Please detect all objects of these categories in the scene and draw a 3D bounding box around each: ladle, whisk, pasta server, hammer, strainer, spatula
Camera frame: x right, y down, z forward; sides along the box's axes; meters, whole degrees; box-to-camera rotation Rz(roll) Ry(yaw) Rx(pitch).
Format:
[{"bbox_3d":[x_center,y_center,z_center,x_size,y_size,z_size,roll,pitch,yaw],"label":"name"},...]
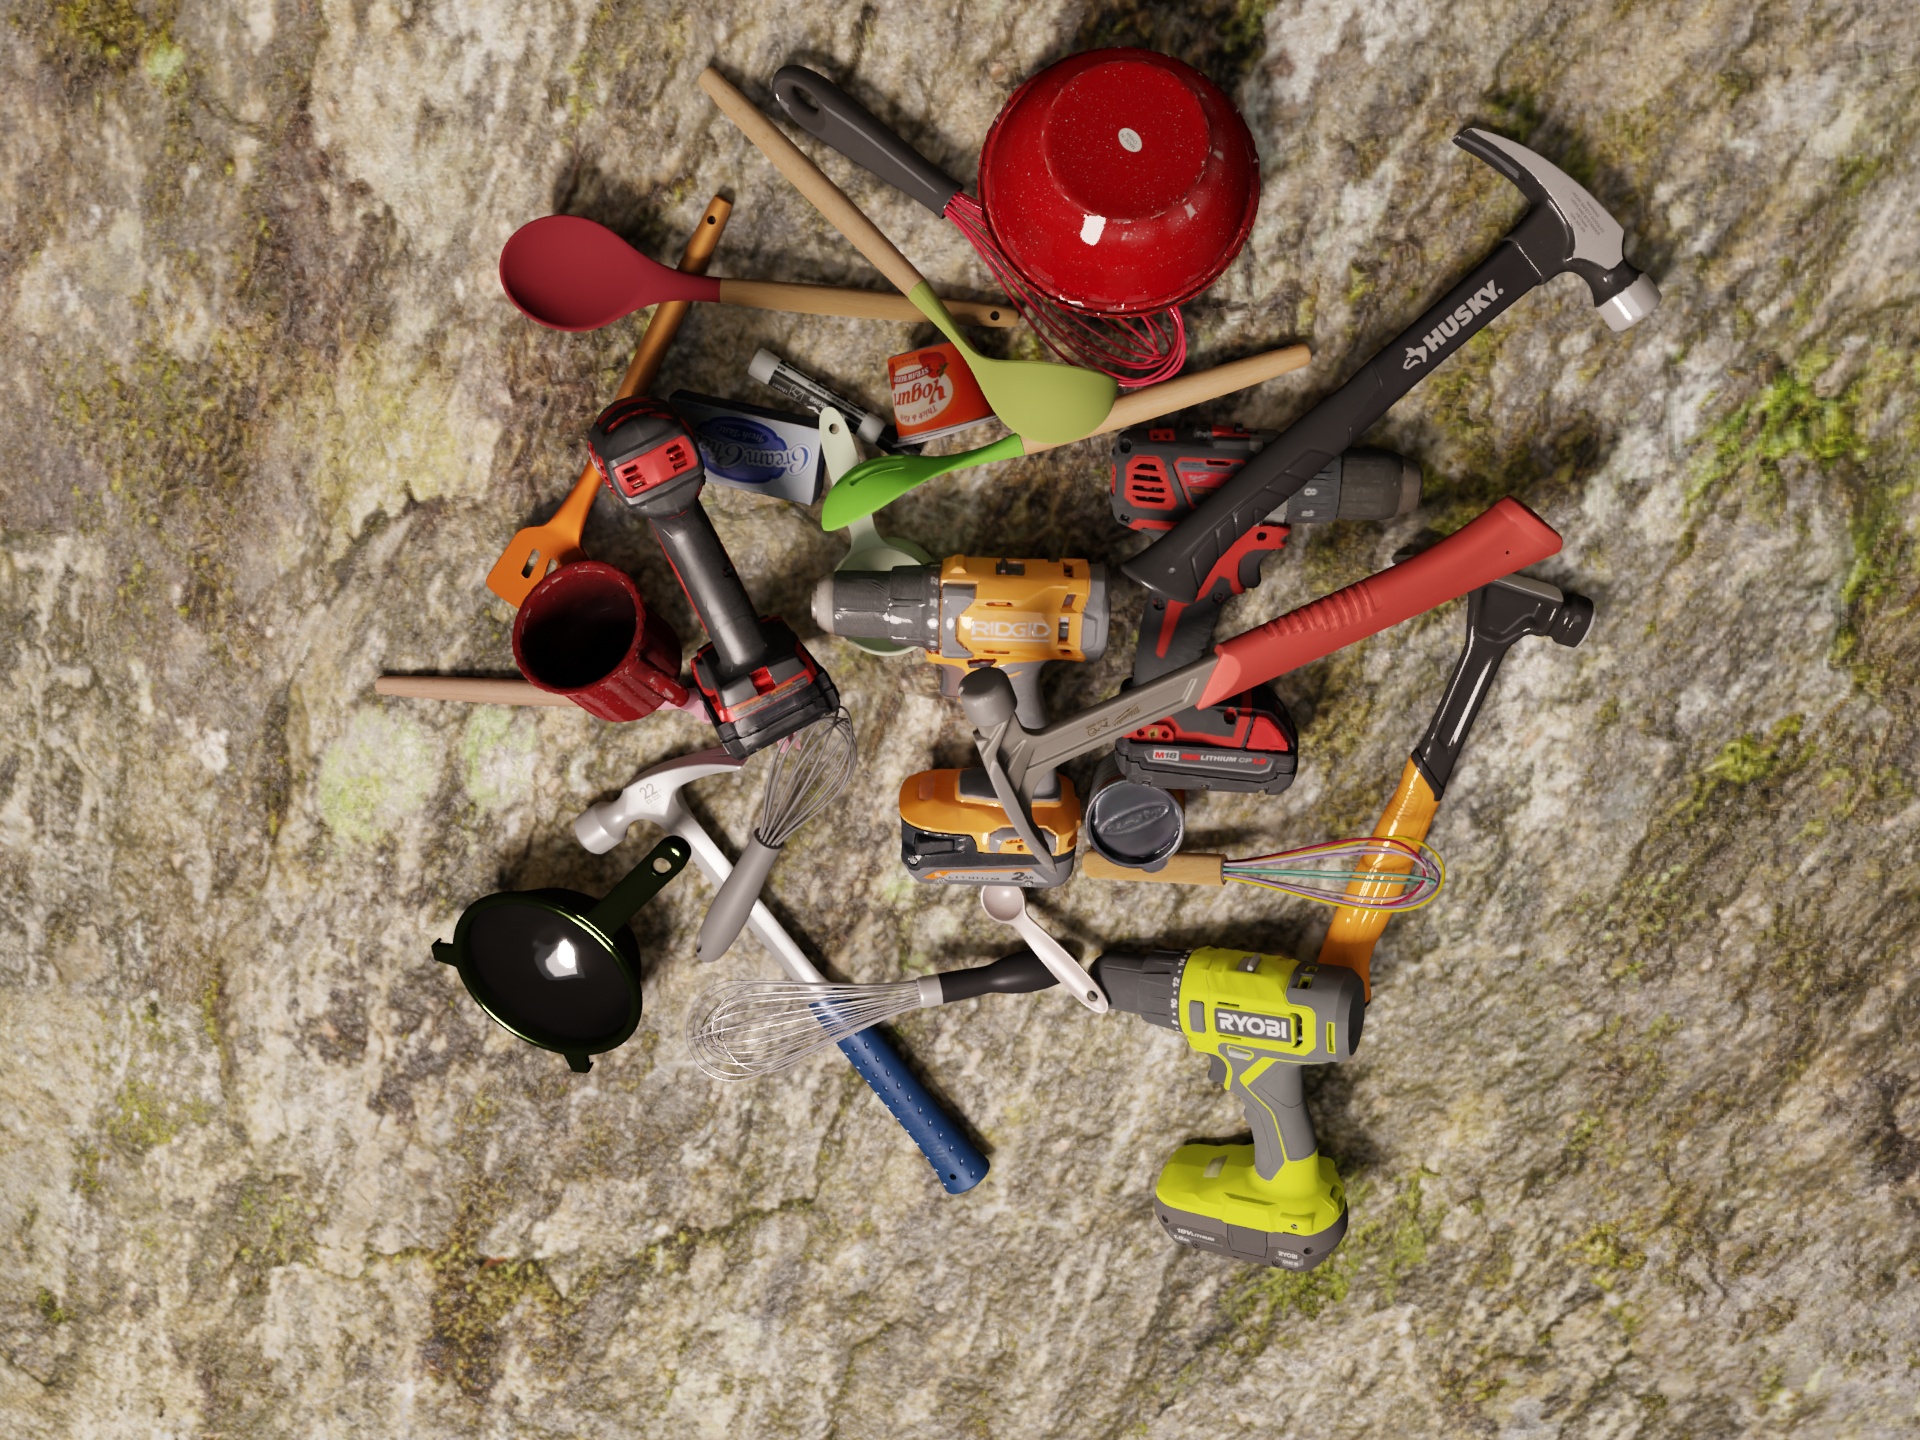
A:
[{"bbox_3d":[-0.035,-0.280,0.930,0.062,0.078,0.320,-45,83,8],"label":"ladle"},{"bbox_3d":[-0.054,0.197,1.131,0.284,0.070,0.070,-10,112,-8],"label":"whisk"},{"bbox_3d":[-0.130,0.084,1.091,0.055,0.055,0.239,29,119,-4],"label":"whisk"},{"bbox_3d":[-0.265,-0.010,1.117,0.316,0.060,0.040,3,79,10],"label":"pasta server"},{"bbox_3d":[0.293,0.055,1.057,0.127,0.034,0.336,16,115,1],"label":"hammer"},{"bbox_3d":[0.011,-0.296,0.942,0.296,0.073,0.073,36,114,0],"label":"whisk"},{"bbox_3d":[-0.260,0.142,1.149,0.151,0.069,0.256,42,123,-10],"label":"strainer"},{"bbox_3d":[0.200,0.098,1.068,0.245,0.051,0.047,0,91,26],"label":"whisk"},{"bbox_3d":[0.183,-0.034,0.943,0.359,0.037,0.149,-24,127,2],"label":"hammer"},{"bbox_3d":[-0.223,-0.194,1.041,0.081,0.041,0.322,30,110,-4],"label":"spatula"},{"bbox_3d":[0.228,-0.189,0.917,0.335,0.035,0.146,-41,98,6],"label":"hammer"},{"bbox_3d":[-0.106,0.193,1.179,0.144,0.035,0.405,-32,105,20],"label":"hammer"},{"bbox_3d":[-0.121,-0.263,0.975,0.315,0.031,0.069,5,111,-2],"label":"ladle"}]

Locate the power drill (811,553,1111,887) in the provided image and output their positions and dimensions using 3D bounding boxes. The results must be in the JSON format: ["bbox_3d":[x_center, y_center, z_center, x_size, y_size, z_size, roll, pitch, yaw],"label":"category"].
[{"bbox_3d":[-0.002,-0.003,1.030,0.185,0.084,0.226,2,123,0],"label":"power drill"}]

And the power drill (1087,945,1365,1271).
[{"bbox_3d":[0.189,0.265,1.133,0.190,0.080,0.228,4,114,27],"label":"power drill"}]

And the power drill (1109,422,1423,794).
[{"bbox_3d":[0.184,-0.072,1.000,0.188,0.080,0.226,3,110,6],"label":"power drill"}]

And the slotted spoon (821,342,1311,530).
[{"bbox_3d":[0.061,-0.177,0.967,0.314,0.070,0.031,-17,113,1],"label":"slotted spoon"}]

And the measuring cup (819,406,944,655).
[{"bbox_3d":[-0.059,-0.125,1.035,0.083,0.038,0.167,-11,109,14],"label":"measuring cup"}]

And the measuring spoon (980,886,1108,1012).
[{"bbox_3d":[0.063,0.159,1.131,0.124,0.018,0.034,47,117,7],"label":"measuring spoon"}]

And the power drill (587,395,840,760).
[{"bbox_3d":[-0.162,-0.097,0.988,0.078,0.143,0.219,-28,115,-8],"label":"power drill"}]
